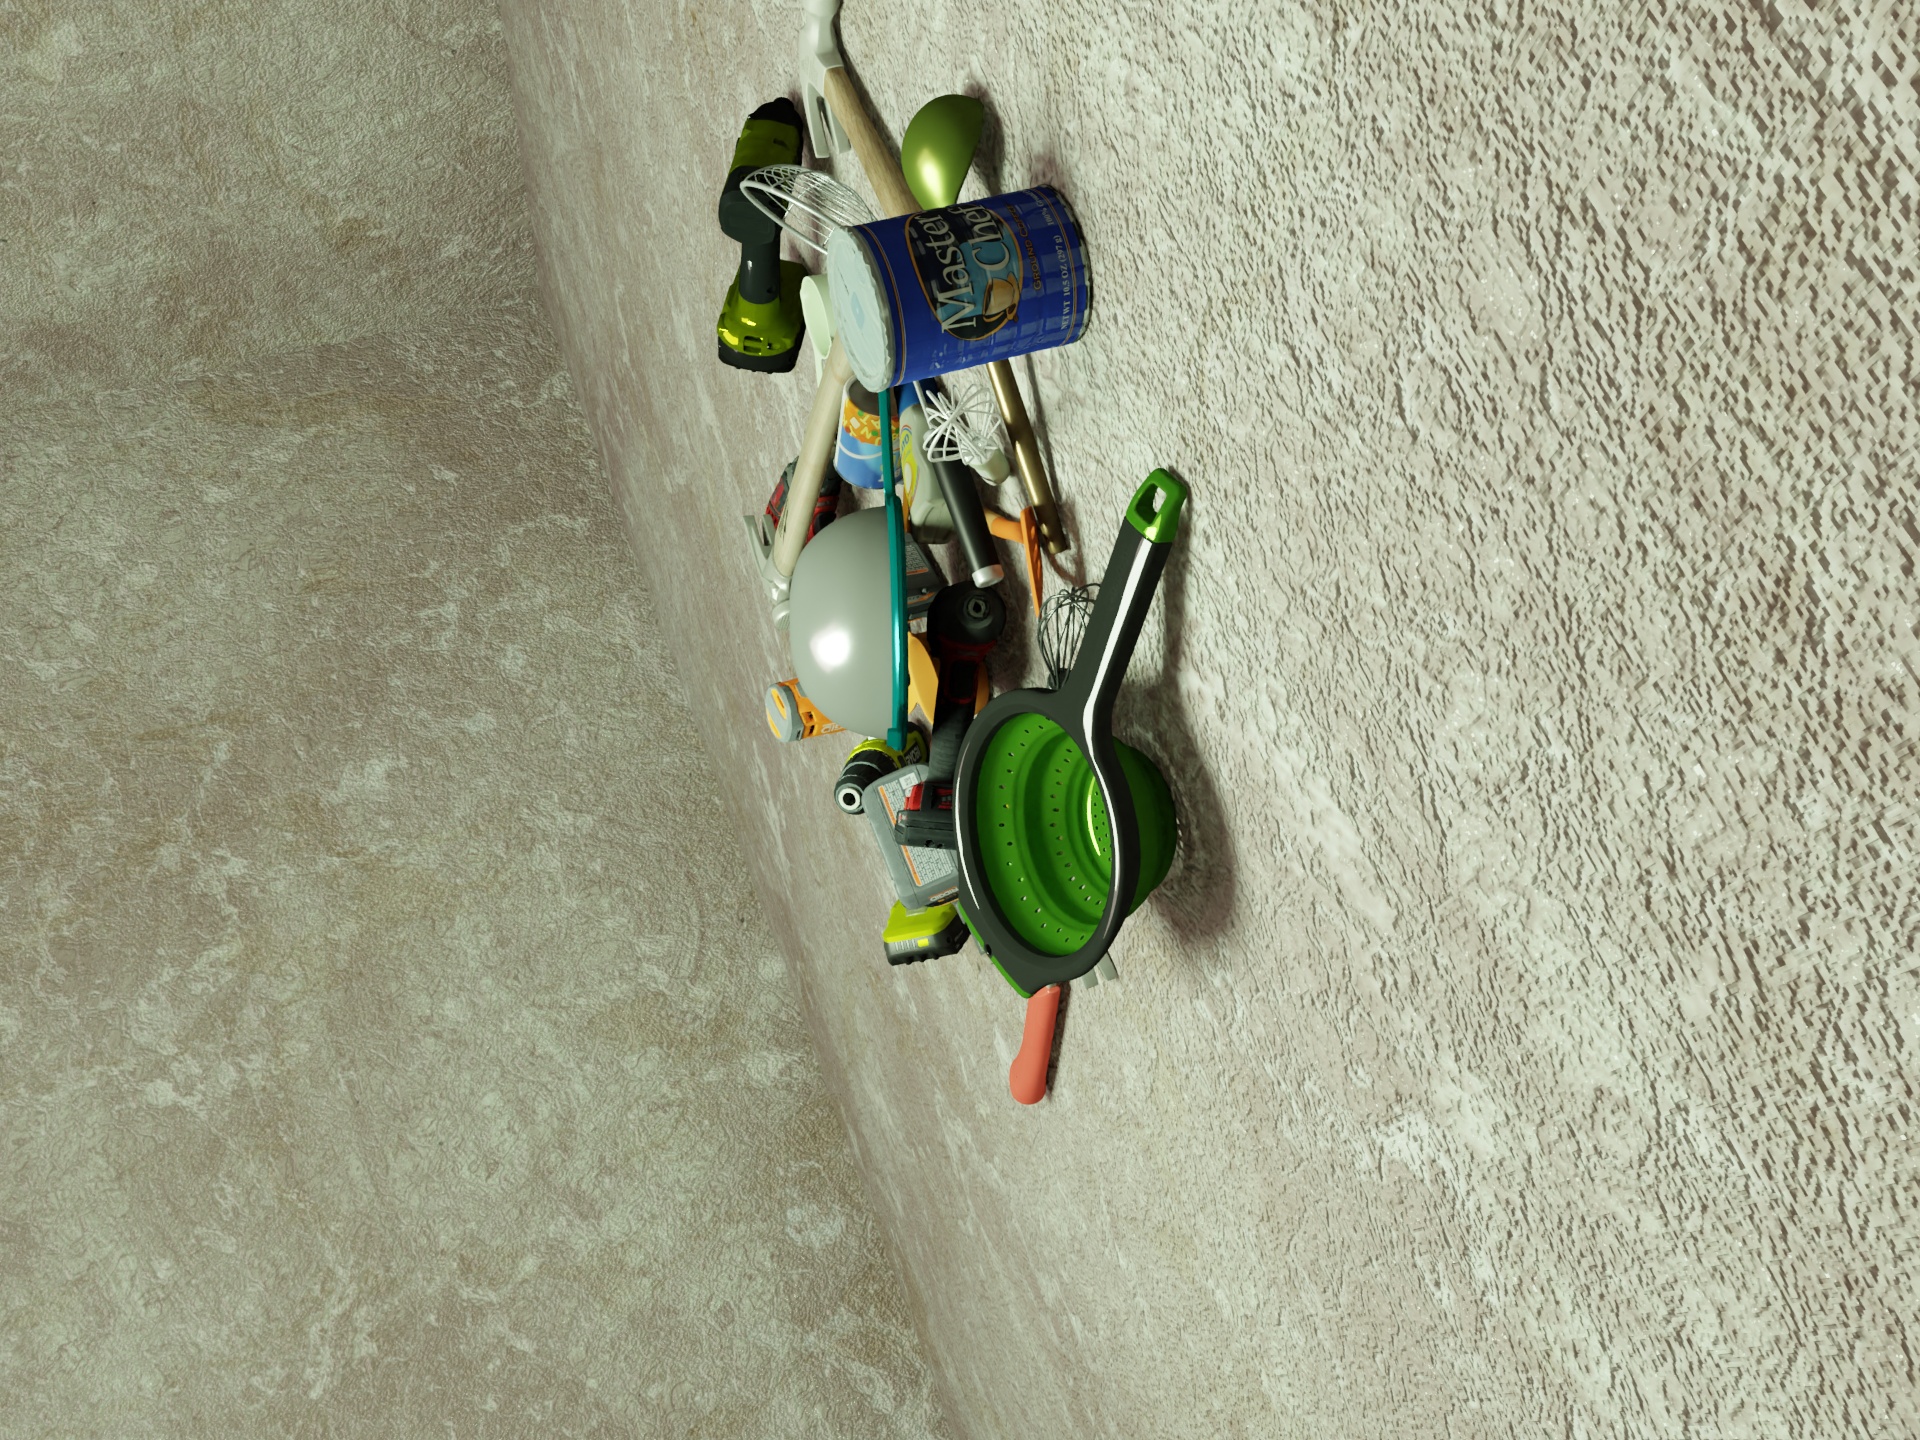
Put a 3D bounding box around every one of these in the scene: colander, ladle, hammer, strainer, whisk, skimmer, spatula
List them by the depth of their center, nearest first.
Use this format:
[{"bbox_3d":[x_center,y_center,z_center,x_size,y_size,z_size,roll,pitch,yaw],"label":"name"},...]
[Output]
[{"bbox_3d":[0.106,0.010,1.077,0.205,0.094,0.396,51,136,41],"label":"colander"},{"bbox_3d":[0.011,-0.190,1.102,0.058,0.059,0.246,41,-175,5],"label":"whisk"},{"bbox_3d":[0.031,-0.271,1.110,0.078,0.062,0.320,26,138,68],"label":"ladle"},{"bbox_3d":[0.077,-0.031,1.181,0.238,0.055,0.055,95,153,-63],"label":"whisk"},{"bbox_3d":[-0.066,-0.261,1.211,0.127,0.090,0.363,20,-131,-78],"label":"skimmer"},{"bbox_3d":[-0.060,-0.424,1.246,0.130,0.031,0.332,103,146,-59],"label":"hammer"},{"bbox_3d":[0.014,-0.157,1.262,0.323,0.041,0.081,-140,37,-64],"label":"spatula"},{"bbox_3d":[-0.095,-0.143,1.305,0.211,0.095,0.340,-139,46,-85],"label":"strainer"},{"bbox_3d":[0.081,0.272,1.487,0.358,0.036,0.149,94,154,-50],"label":"hammer"},{"bbox_3d":[-0.139,-0.265,1.508,0.410,0.038,0.146,117,139,-50],"label":"hammer"}]

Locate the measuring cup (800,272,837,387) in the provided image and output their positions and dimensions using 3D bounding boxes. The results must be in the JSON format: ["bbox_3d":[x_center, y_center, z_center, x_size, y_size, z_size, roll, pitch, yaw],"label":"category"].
[{"bbox_3d":[-0.118,-0.349,1.511,0.167,0.038,0.083,90,157,-51],"label":"measuring cup"}]

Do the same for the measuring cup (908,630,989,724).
[{"bbox_3d":[-0.018,-0.034,1.475,0.173,0.052,0.095,138,114,-74],"label":"measuring cup"}]

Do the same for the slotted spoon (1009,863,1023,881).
[{"bbox_3d":[0.016,0.044,1.464,0.070,0.031,0.314,-55,33,16],"label":"slotted spoon"}]

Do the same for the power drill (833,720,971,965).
[{"bbox_3d":[-0.061,0.127,1.616,0.190,0.080,0.228,-47,-58,-70],"label":"power drill"}]

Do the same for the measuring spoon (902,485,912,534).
[{"bbox_3d":[-0.044,-0.212,1.458,0.116,0.011,0.021,99,155,-50],"label":"measuring spoon"}]

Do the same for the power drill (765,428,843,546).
[{"bbox_3d":[-0.130,-0.177,1.643,0.188,0.080,0.227,-45,59,58],"label":"power drill"}]

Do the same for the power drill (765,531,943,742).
[{"bbox_3d":[-0.090,-0.074,1.528,0.084,0.164,0.226,60,148,29],"label":"power drill"}]

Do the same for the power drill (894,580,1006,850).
[{"bbox_3d":[-0.002,-0.004,1.297,0.143,0.078,0.220,152,123,-82],"label":"power drill"}]

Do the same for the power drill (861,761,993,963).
[{"bbox_3d":[-0.007,0.136,1.469,0.226,0.084,0.185,40,-154,-75],"label":"power drill"}]

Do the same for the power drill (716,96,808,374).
[{"bbox_3d":[-0.181,-0.452,1.488,0.223,0.080,0.171,101,178,-56],"label":"power drill"}]
